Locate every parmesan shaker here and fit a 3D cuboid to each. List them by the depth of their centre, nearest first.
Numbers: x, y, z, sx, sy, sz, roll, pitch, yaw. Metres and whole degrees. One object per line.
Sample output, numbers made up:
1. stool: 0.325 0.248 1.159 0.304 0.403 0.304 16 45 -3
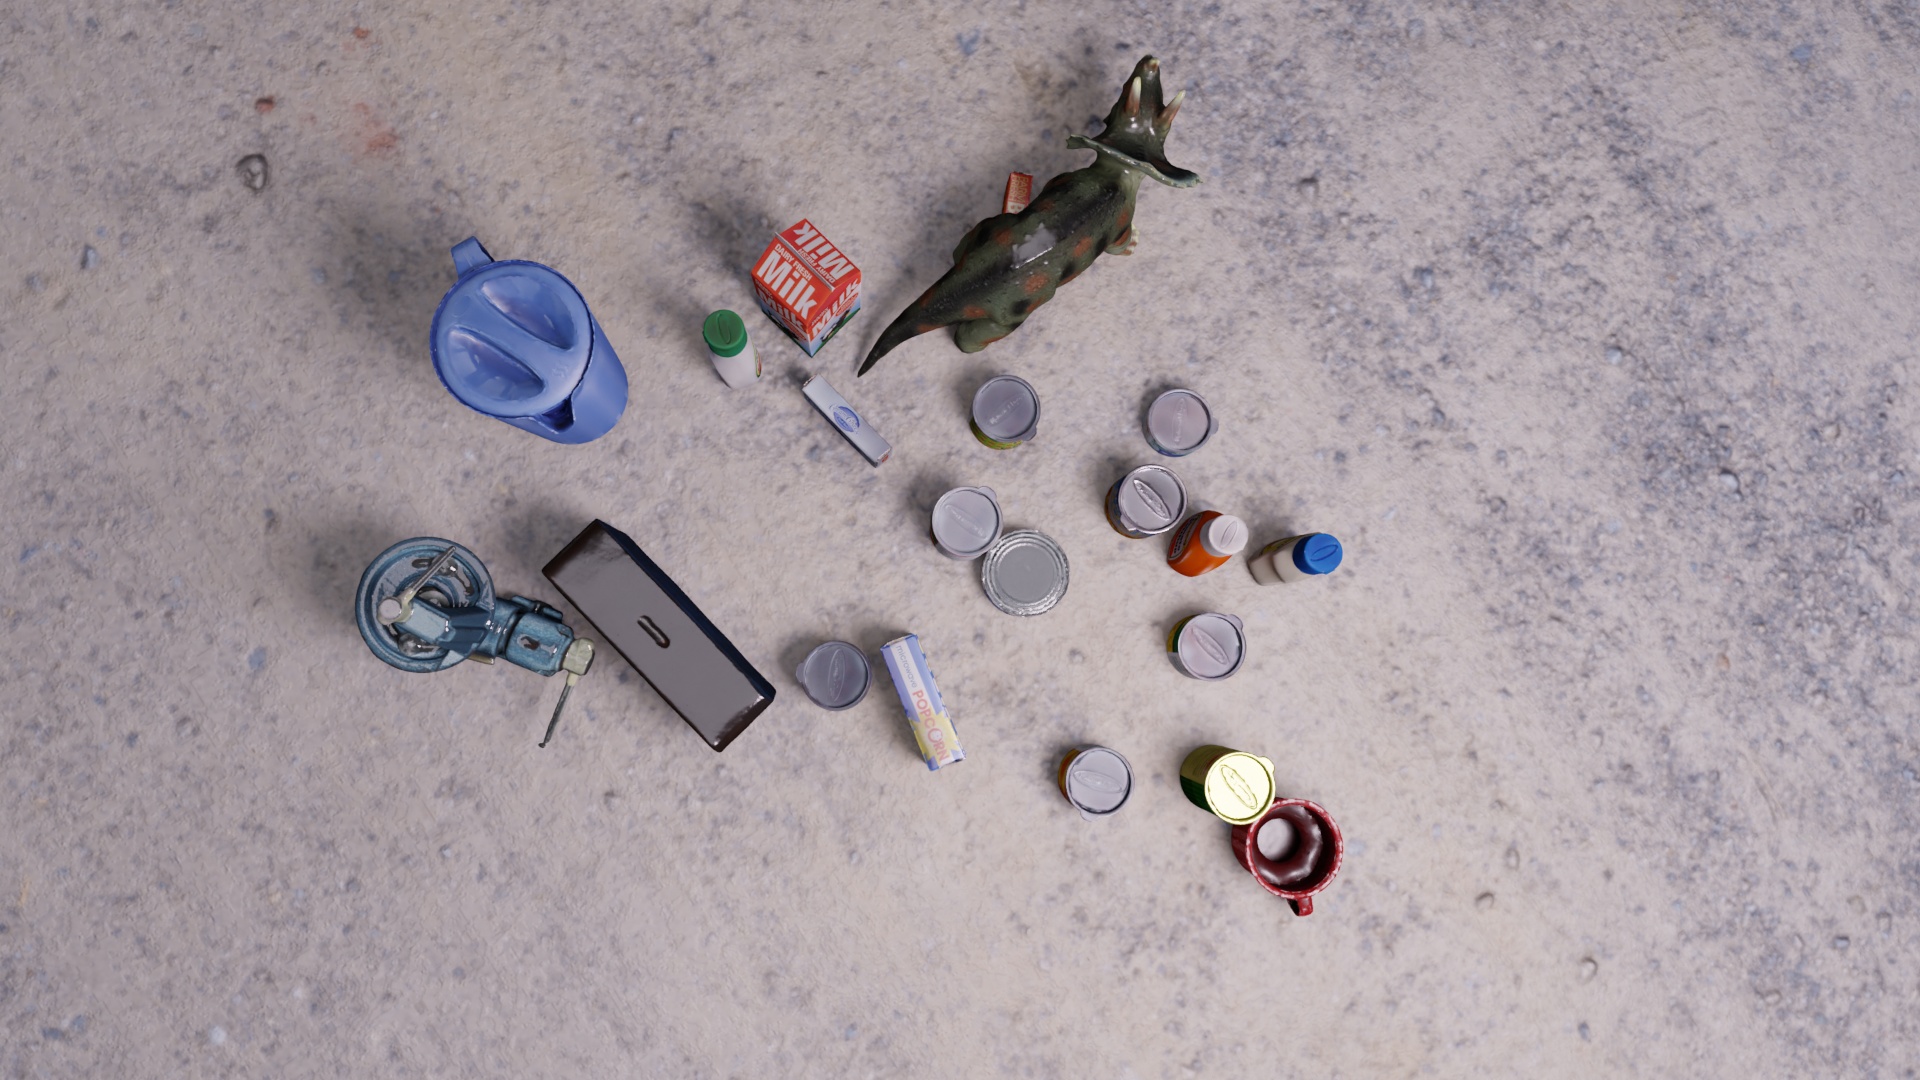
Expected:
1. parmesan shaker: 0.255 0.229 1.320 0.071 0.103 0.071 0 85 -4

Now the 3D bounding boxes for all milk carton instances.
1. milk carton: -0.142 -0.236 1.290 0.072 0.190 0.073 43 84 0

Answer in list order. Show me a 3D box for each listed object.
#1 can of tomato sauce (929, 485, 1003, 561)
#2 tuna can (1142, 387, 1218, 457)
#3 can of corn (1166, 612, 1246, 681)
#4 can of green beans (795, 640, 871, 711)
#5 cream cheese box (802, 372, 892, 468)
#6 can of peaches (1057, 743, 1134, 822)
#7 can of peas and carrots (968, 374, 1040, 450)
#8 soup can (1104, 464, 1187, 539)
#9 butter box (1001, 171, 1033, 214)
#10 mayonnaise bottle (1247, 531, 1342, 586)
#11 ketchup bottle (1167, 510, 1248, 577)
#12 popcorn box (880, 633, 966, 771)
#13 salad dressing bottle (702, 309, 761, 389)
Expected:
1. can of tomato sauce: 0.005 -0.017 1.335 0.071 0.083 0.071 0 85 -4
2. tuna can: 0.219 -0.116 1.384 0.071 0.033 0.071 0 85 -4
3. can of corn: 0.240 0.102 1.353 0.071 0.058 0.071 0 85 -4
4. can of green beans: -0.118 0.129 1.326 0.071 0.058 0.071 0 85 -4
5. cream cheese box: -0.110 -0.115 1.351 0.024 0.053 0.104 -45 89 -6
6. can of peaches: 0.128 0.232 1.334 0.071 0.058 0.071 0 85 -4
7. can of peas and carrots: 0.044 -0.123 1.359 0.071 0.058 0.071 0 85 -4
8. soup can: 0.176 -0.035 1.348 0.071 0.083 0.071 0 85 -4
9. butter box: 0.051 -0.308 1.379 0.024 0.053 0.103 9 84 -3
10. mayonnaise bottle: 0.322 0.016 1.321 0.065 0.148 0.041 -26 88 -5
11. ketchup bottle: 0.236 0.000 1.316 0.043 0.148 0.065 28 84 -1
12. popcorn box: -0.037 0.151 1.316 0.038 0.085 0.126 -22 87 -5
13. salad dressing bottle: -0.215 -0.181 1.302 0.044 0.147 0.064 -16 87 -5
